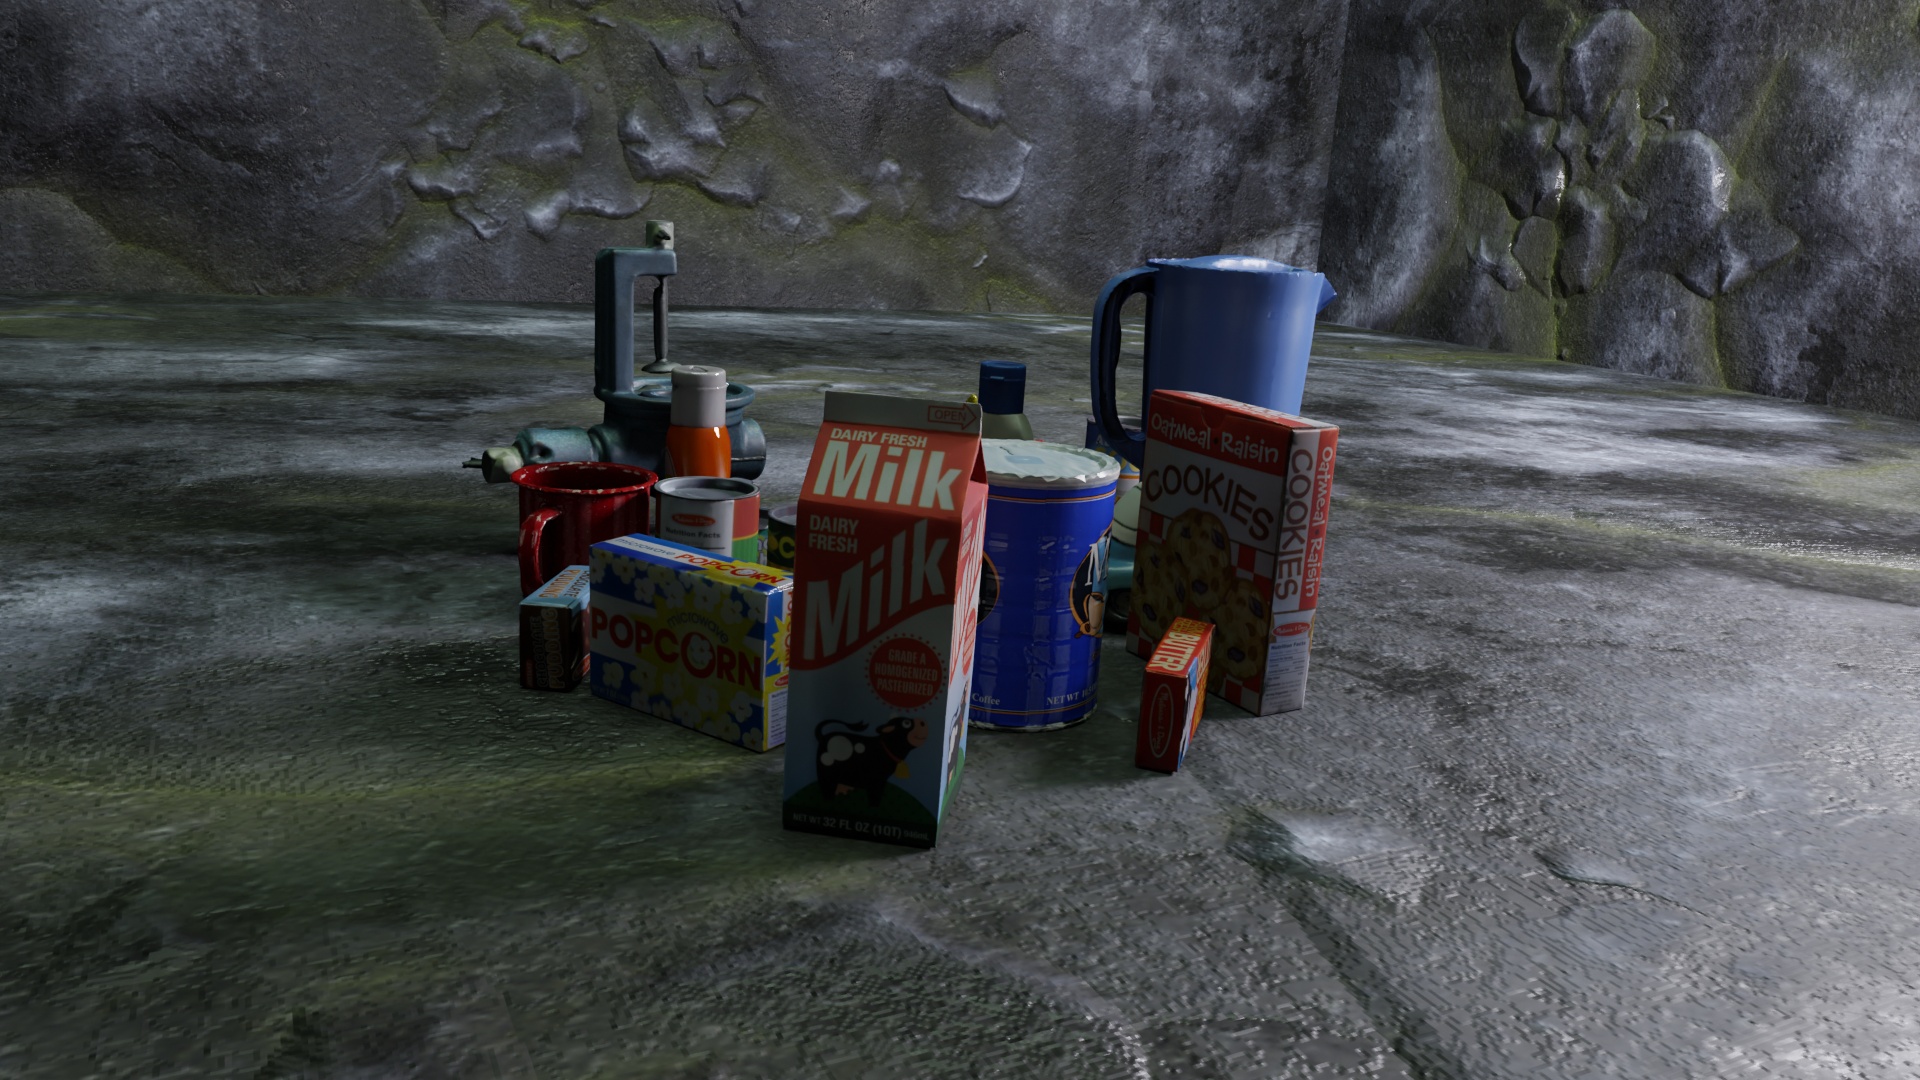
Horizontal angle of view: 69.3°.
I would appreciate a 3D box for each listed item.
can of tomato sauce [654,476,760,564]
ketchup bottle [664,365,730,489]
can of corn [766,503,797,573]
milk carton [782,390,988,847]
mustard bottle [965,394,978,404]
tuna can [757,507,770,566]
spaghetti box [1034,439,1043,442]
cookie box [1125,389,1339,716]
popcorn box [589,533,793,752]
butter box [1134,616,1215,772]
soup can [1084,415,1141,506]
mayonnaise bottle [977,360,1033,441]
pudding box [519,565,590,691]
[{"bbox_3d":[-0.163,0.005,0.896,0.071,0.083,0.071,4,14,-1],"label":"can of tomato sauce"},{"bbox_3d":[-0.180,-0.044,0.952,0.043,0.148,0.065,-2,15,-25],"label":"ketchup bottle"},{"bbox_3d":[-0.099,0.011,0.942,0.071,0.058,0.071,4,14,-1],"label":"can of corn"},{"bbox_3d":[-0.031,0.030,0.615,0.072,0.190,0.073,6,14,8],"label":"milk carton"},{"bbox_3d":[0.003,-0.011,0.847,0.065,0.159,0.049,-7,17,-38],"label":"mustard bottle"},{"bbox_3d":[-0.161,-0.002,1.028,0.071,0.032,0.071,4,14,-1],"label":"tuna can"},{"bbox_3d":[0.072,-0.044,1.220,0.029,0.050,0.251,3,14,-5],"label":"spaghetti box"},{"bbox_3d":[0.156,0.003,0.820,0.040,0.167,0.123,-4,16,-31],"label":"cookie box"},{"bbox_3d":[-0.137,0.050,0.721,0.127,0.085,0.038,13,16,31],"label":"popcorn box"},{"bbox_3d":[0.115,0.080,0.739,0.024,0.053,0.104,8,15,17],"label":"butter box"},{"bbox_3d":[0.145,-0.067,1.263,0.071,0.083,0.071,4,14,-1],"label":"soup can"},{"bbox_3d":[0.029,-0.067,1.099,0.065,0.147,0.041,8,14,15],"label":"mayonnaise bottle"},{"bbox_3d":[-0.220,0.047,0.783,0.030,0.049,0.084,4,14,2],"label":"pudding box"}]
